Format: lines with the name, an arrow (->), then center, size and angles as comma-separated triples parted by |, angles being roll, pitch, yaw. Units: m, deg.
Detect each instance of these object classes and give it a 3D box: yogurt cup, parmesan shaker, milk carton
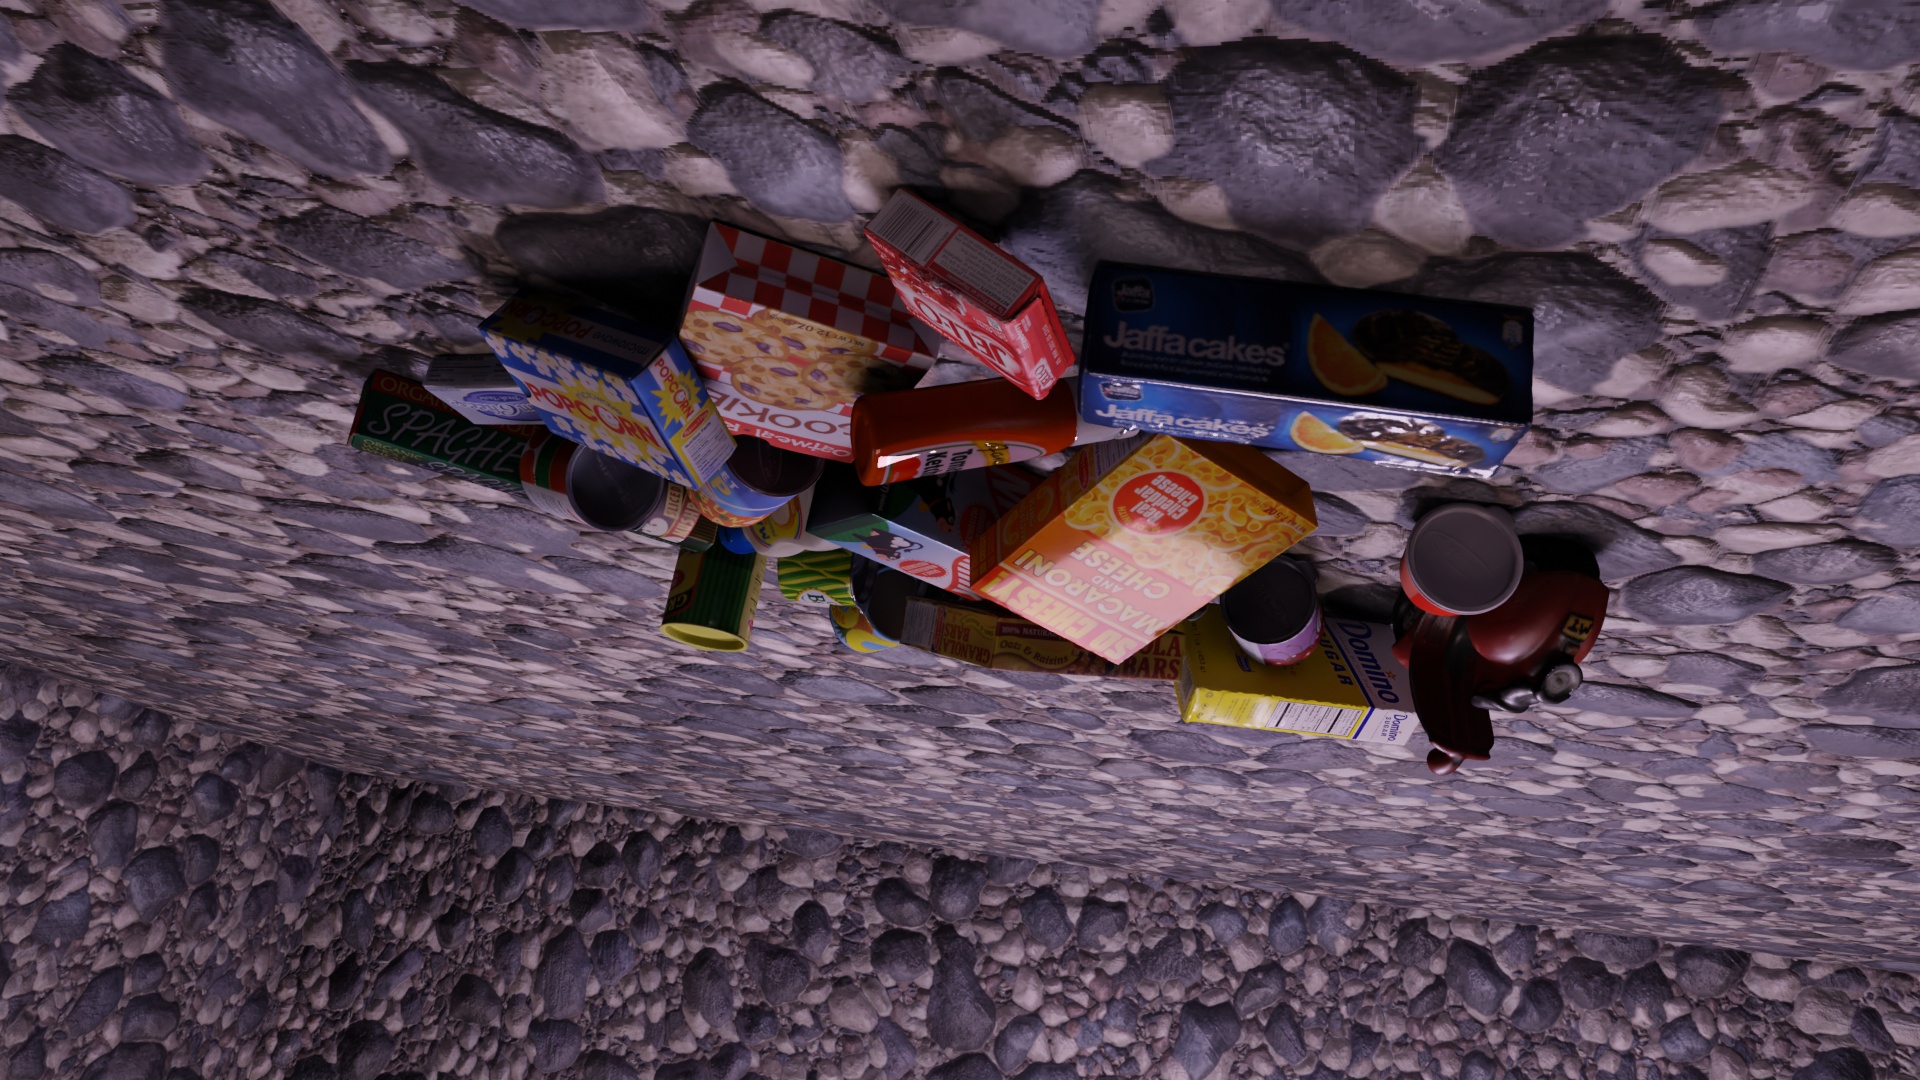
yogurt cup -> 0.301, 0.015, 0.847 | 0.072, 0.072, 0.054 | 7, 168, 6
parmesan shaker -> -0.181, 0.025, 1.039 | 0.071, 0.103, 0.071 | 8, 160, 3
milk carton -> 0.003, -0.011, 0.896 | 0.190, 0.072, 0.073 | 23, 157, -35

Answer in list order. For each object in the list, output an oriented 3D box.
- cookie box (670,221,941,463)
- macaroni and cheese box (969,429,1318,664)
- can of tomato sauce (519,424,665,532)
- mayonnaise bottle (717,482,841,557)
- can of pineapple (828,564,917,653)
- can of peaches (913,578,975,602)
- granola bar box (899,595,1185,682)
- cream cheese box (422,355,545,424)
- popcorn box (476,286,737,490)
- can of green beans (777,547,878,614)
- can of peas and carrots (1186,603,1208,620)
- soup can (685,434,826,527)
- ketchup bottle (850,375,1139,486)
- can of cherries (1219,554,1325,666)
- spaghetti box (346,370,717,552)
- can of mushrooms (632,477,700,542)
cookie box -> -0.093, -0.097, 0.745 | 0.123, 0.040, 0.167 | 15, 160, -16
macaroni and cheese box -> 0.104, -0.003, 0.815 | 0.123, 0.040, 0.165 | 28, 131, -27
can of tomato sauce -> -0.238, -0.045, 0.899 | 0.071, 0.071, 0.083 | 25, 172, -38
mayonnaise bottle -> -0.120, -0.018, 0.952 | 0.041, 0.065, 0.147 | -10, 177, -36
can of pineapple -> -0.066, 0.055, 1.126 | 0.071, 0.071, 0.057 | 20, 157, -27
can of peaches -> 0.004, 0.048, 1.078 | 0.058, 0.071, 0.071 | 21, 157, -30
granola bar box -> 0.059, 0.070, 0.998 | 0.166, 0.039, 0.124 | 7, -179, -32
cream cheese box -> -0.276, -0.094, 0.867 | 0.104, 0.024, 0.053 | 2, 160, 21
popcorn box -> -0.189, -0.083, 0.748 | 0.127, 0.038, 0.085 | 20, 151, 33
can of green beans -> -0.097, 0.015, 1.025 | 0.058, 0.071, 0.071 | 5, 160, 13
can of peas and carrots -> 0.129, 0.016, 0.918 | 0.071, 0.071, 0.058 | -4, 156, 34
soup can -> -0.131, -0.049, 0.860 | 0.071, 0.071, 0.083 | 18, 159, -23
ketchup bottle -> 0.019, -0.062, 0.722 | 0.149, 0.043, 0.064 | -10, 167, -14
can of cherries -> 0.223, 0.049, 0.976 | 0.071, 0.072, 0.058 | 1, 159, 22
spaghetti box -> -0.284, -0.051, 0.953 | 0.250, 0.050, 0.028 | 18, 157, -24
can of mushrooms -> -0.195, -0.033, 0.933 | 0.033, 0.071, 0.071 | 19, 158, -27
